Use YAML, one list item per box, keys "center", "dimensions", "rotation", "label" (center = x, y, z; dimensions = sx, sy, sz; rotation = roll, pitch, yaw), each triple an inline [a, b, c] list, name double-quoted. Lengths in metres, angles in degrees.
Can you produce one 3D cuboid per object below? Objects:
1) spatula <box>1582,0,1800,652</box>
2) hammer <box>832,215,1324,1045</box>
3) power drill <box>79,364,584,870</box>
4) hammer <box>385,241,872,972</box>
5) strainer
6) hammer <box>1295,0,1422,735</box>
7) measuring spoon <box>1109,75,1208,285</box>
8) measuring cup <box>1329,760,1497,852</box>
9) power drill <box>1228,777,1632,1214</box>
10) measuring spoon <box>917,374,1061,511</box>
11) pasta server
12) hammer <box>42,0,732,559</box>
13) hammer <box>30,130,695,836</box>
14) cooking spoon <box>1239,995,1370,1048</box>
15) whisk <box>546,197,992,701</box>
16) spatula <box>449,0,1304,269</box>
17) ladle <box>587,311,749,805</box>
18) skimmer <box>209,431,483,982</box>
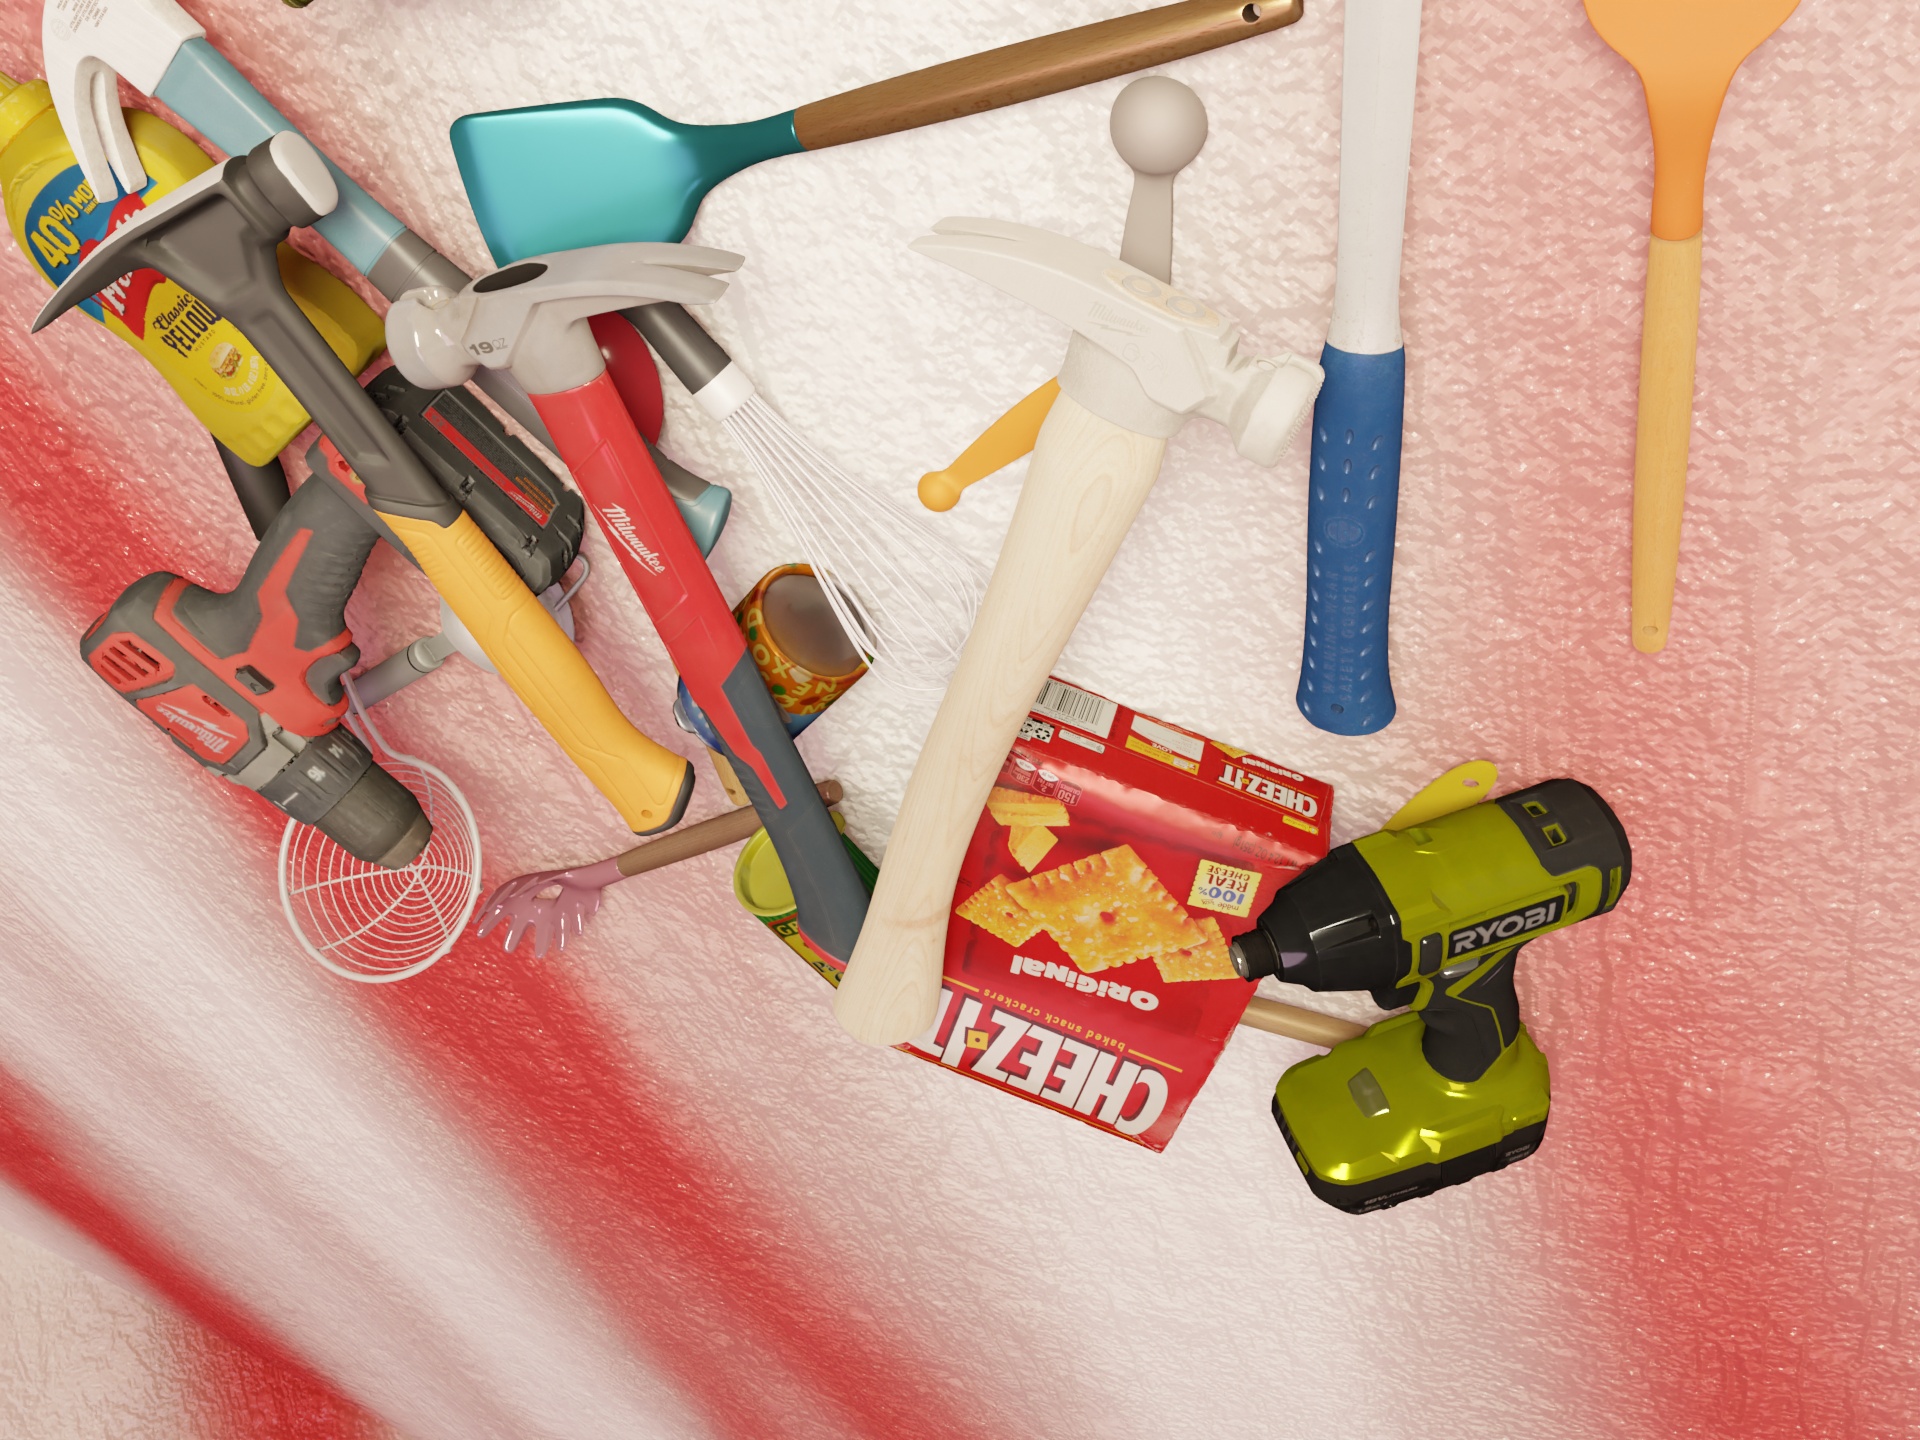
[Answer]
- center: [0.235, -0.145, 0.522]
  dimensions: [0.081, 0.041, 0.322]
  rotation: [4, 139, 23]
  label: "spatula"
- center: [-0.001, -0.002, 0.661]
  dimensions: [0.146, 0.038, 0.410]
  rotation: [29, 131, 8]
  label: "hammer"
- center: [-0.283, -0.039, 0.766]
  dimensions: [0.226, 0.080, 0.187]
  rotation: [-37, 112, 18]
  label: "power drill"
- center: [-0.092, -0.022, 0.690]
  dimensions: [0.143, 0.038, 0.385]
  rotation: [-3, 133, 23]
  label: "hammer"
- center: [-0.289, -0.036, 0.871]
  dimensions: [0.258, 0.050, 0.087]
  rotation: [-20, 107, 43]
  label: "strainer"
- center: [0.132, -0.140, 0.541]
  dimensions: [0.144, 0.035, 0.405]
  rotation: [10, 141, 19]
  label: "hammer"
- center: [0.066, -0.170, 0.576]
  dimensions: [0.034, 0.018, 0.124]
  rotation: [13, 139, 12]
  label: "measuring spoon"
- center: [0.202, 0.068, 0.753]
  dimensions: [0.062, 0.029, 0.156]
  rotation: [28, 141, -4]
  label: "measuring cup"
- center: [0.209, 0.134, 0.742]
  dimensions: [0.171, 0.080, 0.223]
  rotation: [-17, 135, -6]
  label: "power drill"
- center: [0.021, -0.115, 0.660]
  dimensions: [0.021, 0.011, 0.117]
  rotation: [42, 136, -19]
  label: "measuring spoon"
- center: [-0.186, 0.087, 0.953]
  dimensions: [0.316, 0.040, 0.060]
  rotation: [-20, 135, 38]
  label: "pasta server"
- center: [-0.222, -0.182, 0.650]
  dimensions: [0.330, 0.033, 0.128]
  rotation: [42, 117, -15]
  label: "hammer"
- center: [-0.225, -0.070, 0.679]
  dimensions: [0.127, 0.034, 0.336]
  rotation: [-24, 123, 14]
  label: "hammer"
- center: [0.127, 0.149, 0.866]
  dimensions: [0.319, 0.069, 0.017]
  rotation: [15, -179, 3]
  label: "cooking spoon"
- center: [-0.079, -0.116, 0.680]
  dimensions: [0.070, 0.070, 0.284]
  rotation: [-25, 114, 41]
  label: "whisk"
- center: [-0.038, -0.211, 0.563]
  dimensions: [0.317, 0.044, 0.082]
  rotation: [-4, 118, 27]
  label: "spatula"
- center: [-0.147, -0.064, 0.785]
  dimensions: [0.069, 0.031, 0.315]
  rotation: [6, 138, 18]
  label: "ladle"
- center: [-0.345, -0.027, 0.827]
  dimensions: [0.127, 0.090, 0.363]
  rotation: [-2, 124, 13]
  label: "skimmer"
